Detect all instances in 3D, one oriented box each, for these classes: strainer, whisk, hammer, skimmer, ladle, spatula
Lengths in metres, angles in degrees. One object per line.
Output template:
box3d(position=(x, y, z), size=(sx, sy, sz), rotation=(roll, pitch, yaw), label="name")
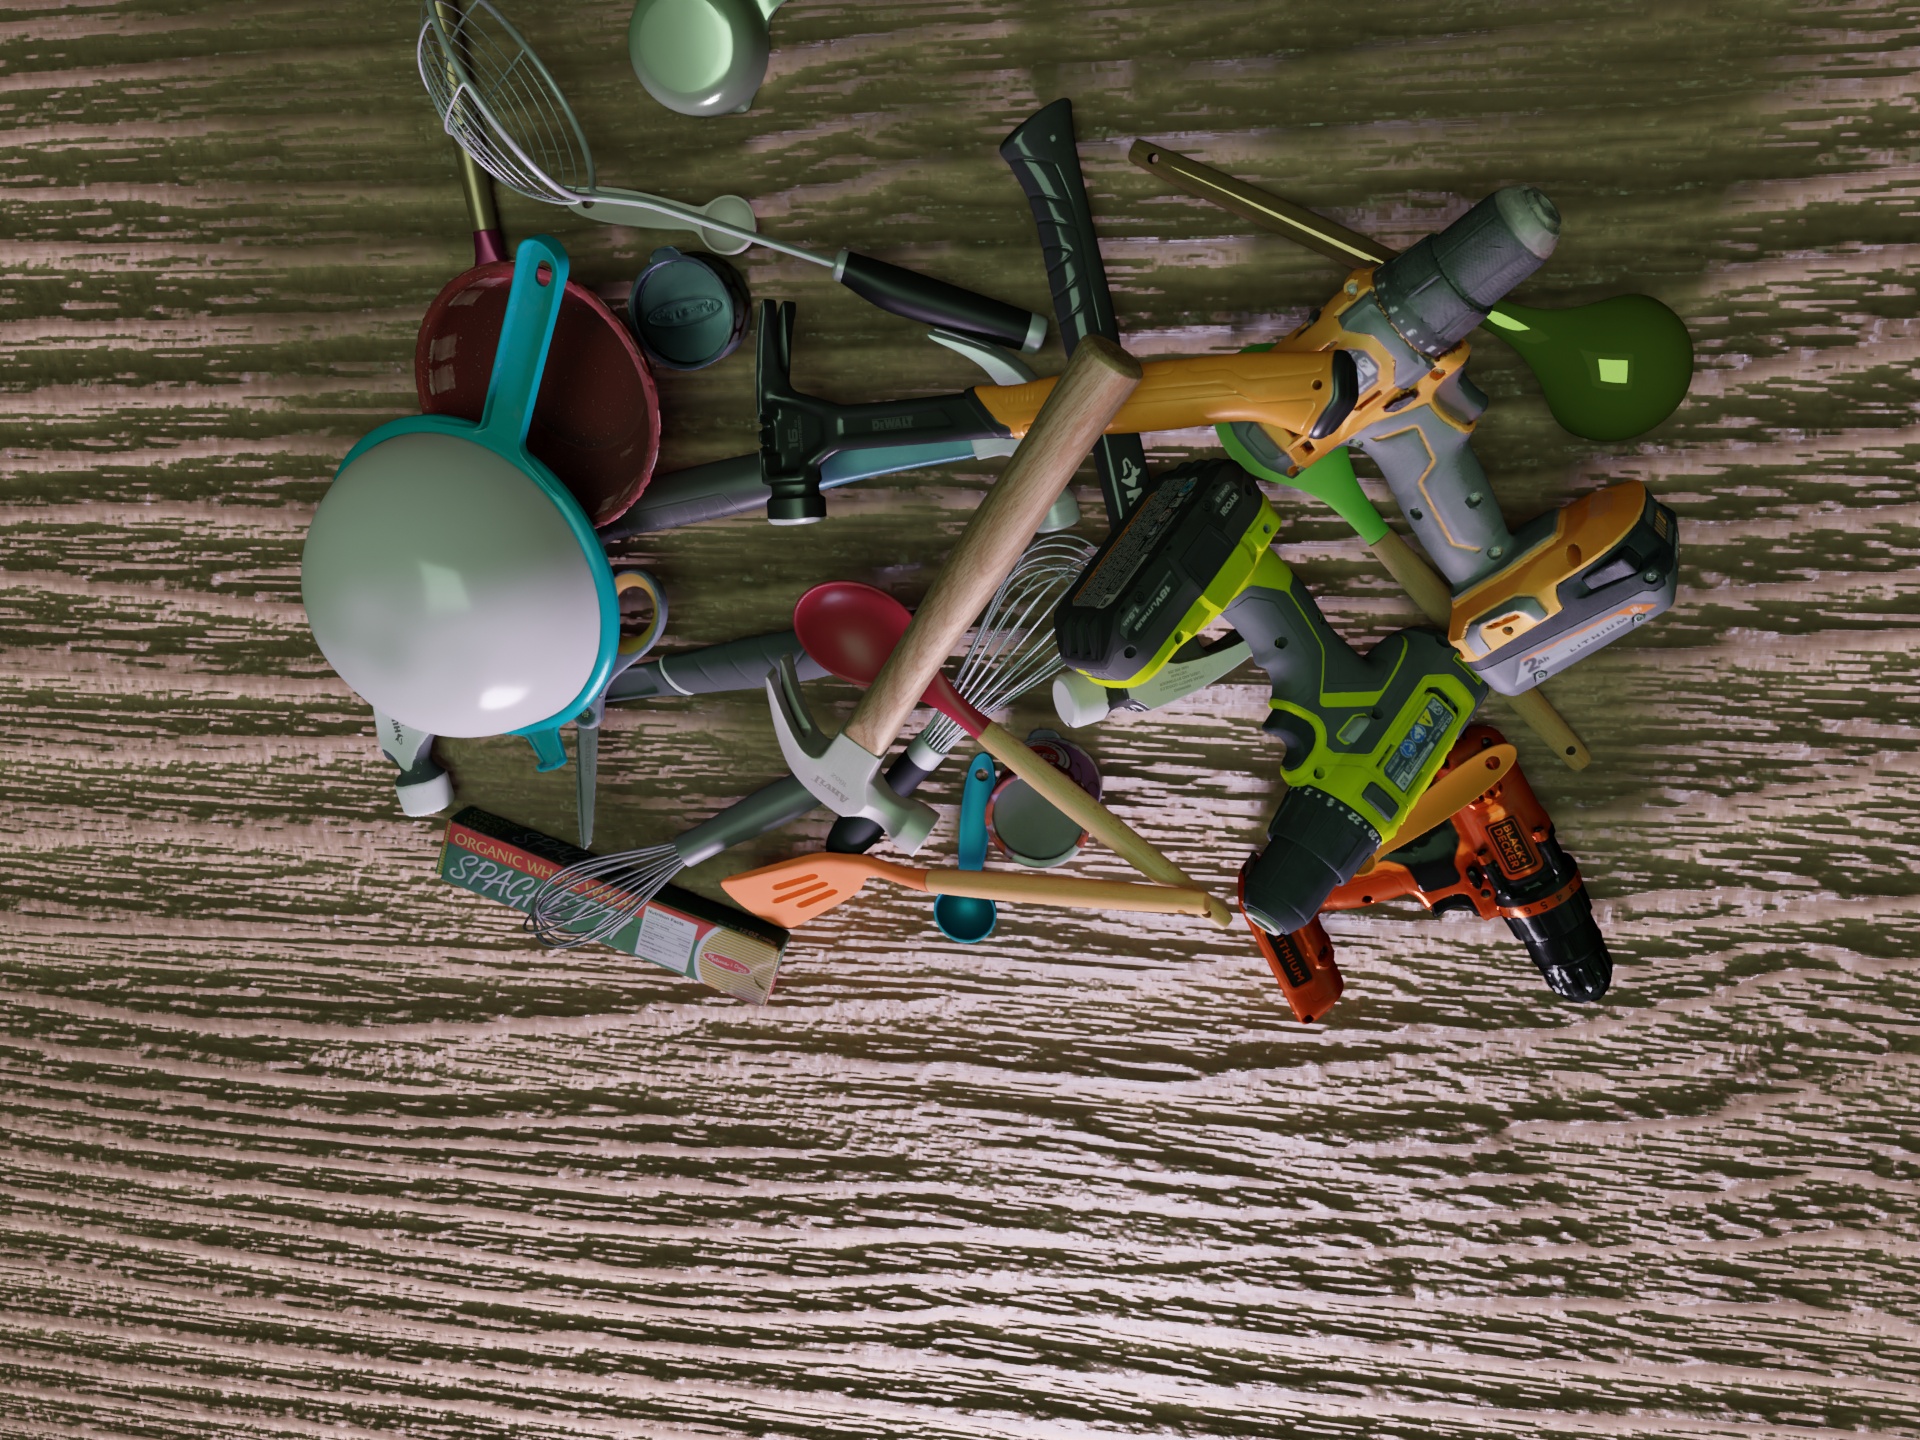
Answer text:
box3d(position=(-0.294, -0.115, 0.915), size=(0.211, 0.095, 0.340), rotation=(31, 125, 6), label="strainer")
box3d(position=(-0.181, 0.086, 1.043), size=(0.239, 0.055, 0.055), rotation=(-27, 102, 6), label="whisk")
box3d(position=(-0.202, -0.032, 1.029), size=(0.409, 0.036, 0.149), rotation=(-8, 107, 15), label="hammer")
box3d(position=(0.039, -0.173, 0.841), size=(0.337, 0.034, 0.127), rotation=(1, 99, 26), label="hammer")
box3d(position=(-0.115, -0.296, 0.867), size=(0.363, 0.127, 0.090), rotation=(17, 118, -8), label="skimmer")
box3d(position=(0.087, -0.174, 0.887), size=(0.146, 0.035, 0.334), rotation=(-17, 99, -18), label="hammer")
box3d(position=(0.237, -0.240, 0.852), size=(0.320, 0.062, 0.078), rotation=(28, 112, 9), label="ladle")
box3d(position=(-0.001, -0.002, 0.983), size=(0.070, 0.070, 0.284), rotation=(39, 118, -3), label="whisk")
box3d(position=(0.035, 0.021, 0.934), size=(0.315, 0.031, 0.069), rotation=(39, 126, -1), label="ladle")
box3d(position=(0.000, 0.110, 0.988), size=(0.323, 0.041, 0.080), rotation=(1, 152, 31), label="spatula")
box3d(position=(-0.004, -0.068, 0.864), size=(0.130, 0.031, 0.331), rotation=(34, 125, 0), label="hammer")
box3d(position=(-0.101, -0.148, 0.962), size=(0.331, 0.033, 0.128), rotation=(-10, 108, 16), label="hammer")

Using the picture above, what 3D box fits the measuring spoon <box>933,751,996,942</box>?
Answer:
box3d(position=(0.010, 0.081, 1.034), size=(0.042, 0.021, 0.128), rotation=(9, 103, 10), label="measuring spoon")

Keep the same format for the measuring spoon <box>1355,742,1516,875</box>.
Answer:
box3d(position=(0.268, 0.050, 0.909), size=(0.117, 0.011, 0.021), rotation=(-39, 91, 15), label="measuring spoon")

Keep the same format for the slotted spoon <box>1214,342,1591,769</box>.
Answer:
box3d(position=(0.257, -0.087, 0.906), size=(0.070, 0.031, 0.313), rotation=(-41, 98, 18), label="slotted spoon")

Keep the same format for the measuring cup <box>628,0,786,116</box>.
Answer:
box3d(position=(-0.112, -0.396, 0.868), size=(0.167, 0.038, 0.083), rotation=(-28, 101, 23), label="measuring cup")

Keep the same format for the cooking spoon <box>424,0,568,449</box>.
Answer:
box3d(position=(-0.289, -0.320, 0.950), size=(0.069, 0.017, 0.318), rotation=(-3, 110, 10), label="cooking spoon")

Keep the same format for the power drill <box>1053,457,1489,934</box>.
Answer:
box3d(position=(0.164, -0.012, 0.865), size=(0.228, 0.080, 0.190), rotation=(40, 80, -20), label="power drill")

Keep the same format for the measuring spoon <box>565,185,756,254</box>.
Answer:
box3d(position=(-0.175, -0.297, 0.936), size=(0.124, 0.018, 0.034), rotation=(14, 92, 15), label="measuring spoon")

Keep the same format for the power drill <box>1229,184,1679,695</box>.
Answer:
box3d(position=(0.271, -0.142, 0.809), size=(0.226, 0.084, 0.185), rotation=(45, 130, -9), label="power drill")
